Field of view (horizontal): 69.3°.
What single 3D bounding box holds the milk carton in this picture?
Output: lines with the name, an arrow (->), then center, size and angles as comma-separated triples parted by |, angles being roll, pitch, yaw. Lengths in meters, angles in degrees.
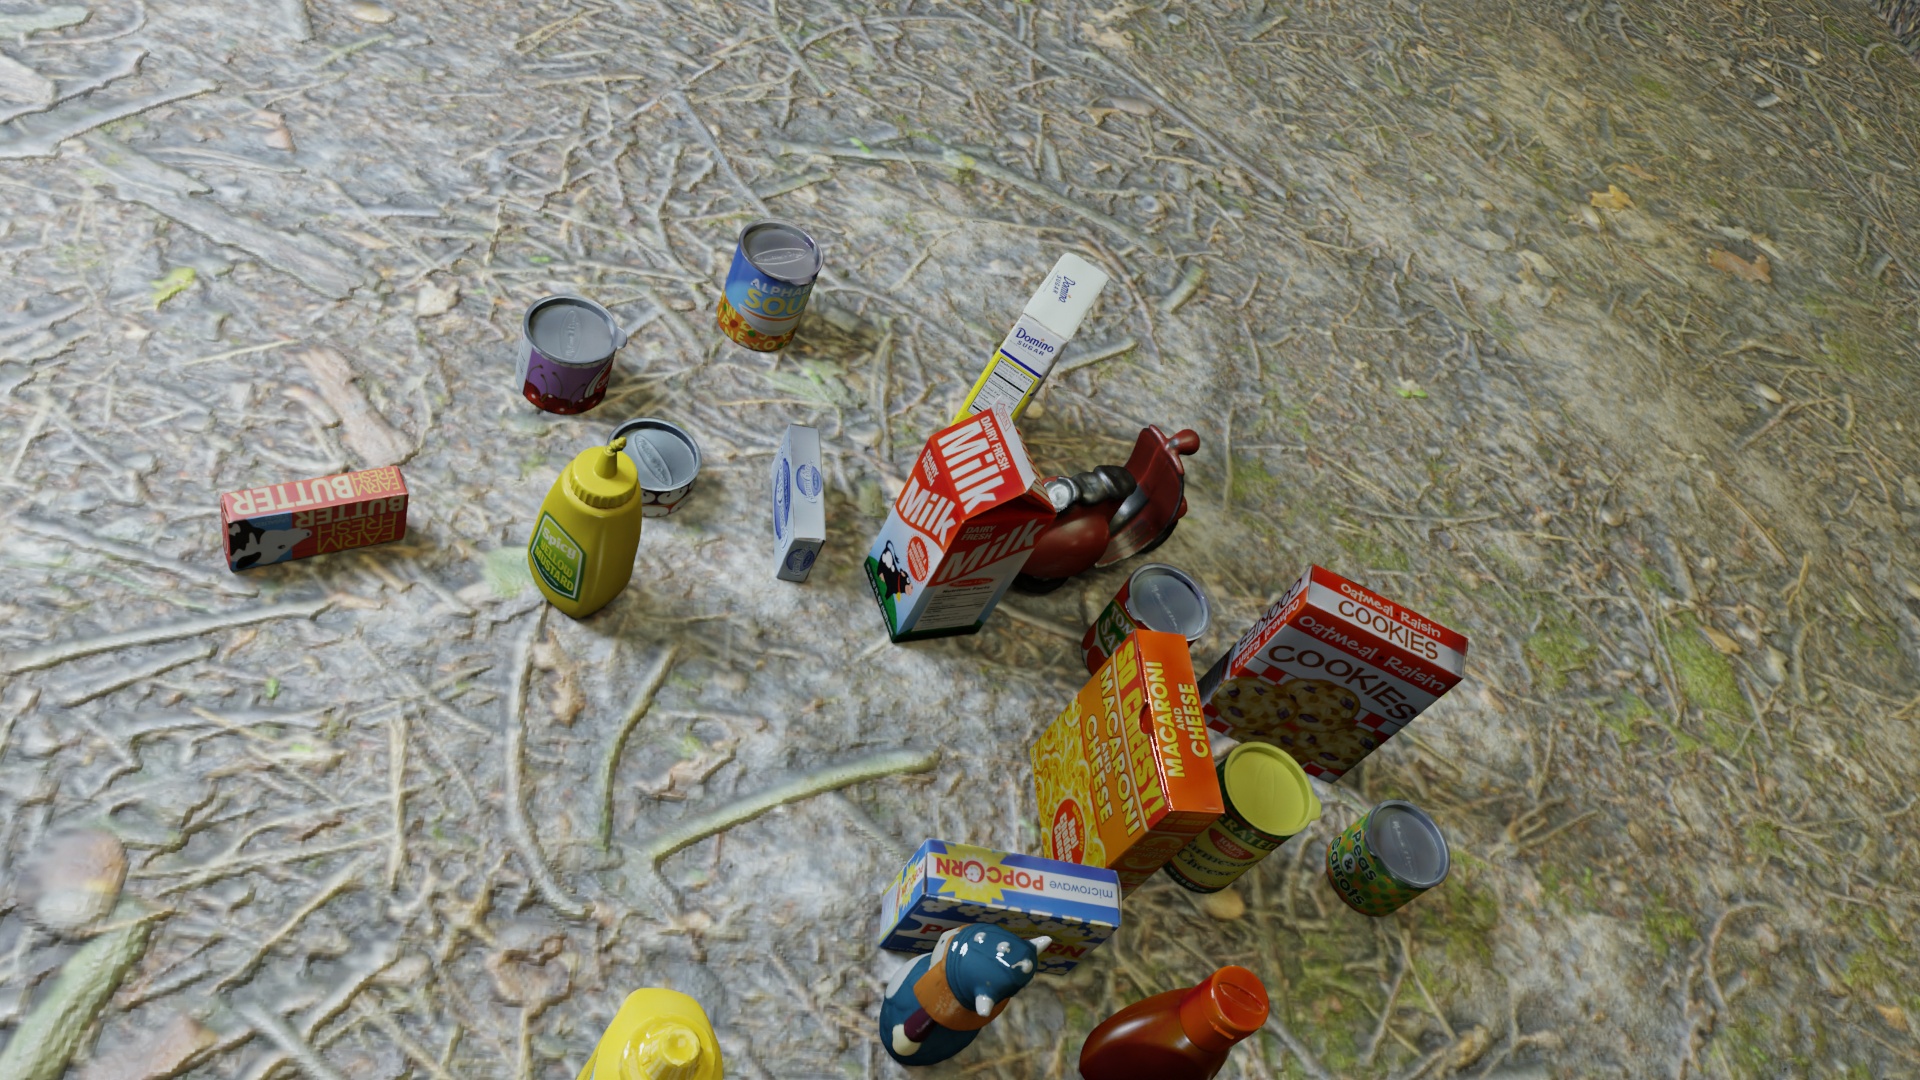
milk carton -> 0.003, -0.012, 0.948 | 0.073, 0.189, 0.072 | -4, 57, -28

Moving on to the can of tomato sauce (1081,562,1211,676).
can of tomato sauce -> 0.134, 0.067, 1.019 | 0.071, 0.082, 0.071 | 13, 51, -16

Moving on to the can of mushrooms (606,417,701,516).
can of mushrooms -> -0.221, -0.051, 0.979 | 0.071, 0.033, 0.071 | 13, 51, -16

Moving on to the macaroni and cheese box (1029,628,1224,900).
macaroni and cheese box -> 0.099, 0.152, 0.882 | 0.040, 0.165, 0.124 | 8, 52, -20

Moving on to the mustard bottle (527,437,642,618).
mustard bottle -> -0.229, -0.015, 0.862 | 0.065, 0.159, 0.049 | 43, 49, 10

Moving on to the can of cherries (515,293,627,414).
can of cherries -> -0.280, -0.132, 0.997 | 0.071, 0.058, 0.072 | 13, 51, -16

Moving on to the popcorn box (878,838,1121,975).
popcorn box -> 0.023, 0.225, 0.845 | 0.127, 0.084, 0.038 | 13, 51, -15

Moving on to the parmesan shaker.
parmesan shaker -> 0.185, 0.190, 0.935 | 0.071, 0.102, 0.072 | 13, 51, -16

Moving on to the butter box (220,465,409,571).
butter box -> -0.397, -0.014, 0.856 | 0.104, 0.052, 0.024 | -14, 62, -32

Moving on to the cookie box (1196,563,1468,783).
cookie box -> 0.260, 0.099, 0.997 | 0.123, 0.166, 0.040 | 25, 48, -5

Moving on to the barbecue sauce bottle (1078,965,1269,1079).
barbecue sauce bottle -> 0.125, 0.288, 0.801 | 0.065, 0.147, 0.044 | 32, 48, 0

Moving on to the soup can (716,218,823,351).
soup can -> -0.150, -0.198, 1.091 | 0.071, 0.083, 0.072 | 13, 51, -16

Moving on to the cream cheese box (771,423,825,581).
cream cheese box -> -0.117, -0.027, 0.995 | 0.024, 0.053, 0.104 | 7, 52, -20

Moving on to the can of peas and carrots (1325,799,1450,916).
can of peas and carrots -> 0.302, 0.227, 0.990 | 0.071, 0.058, 0.071 | 13, 51, -16
